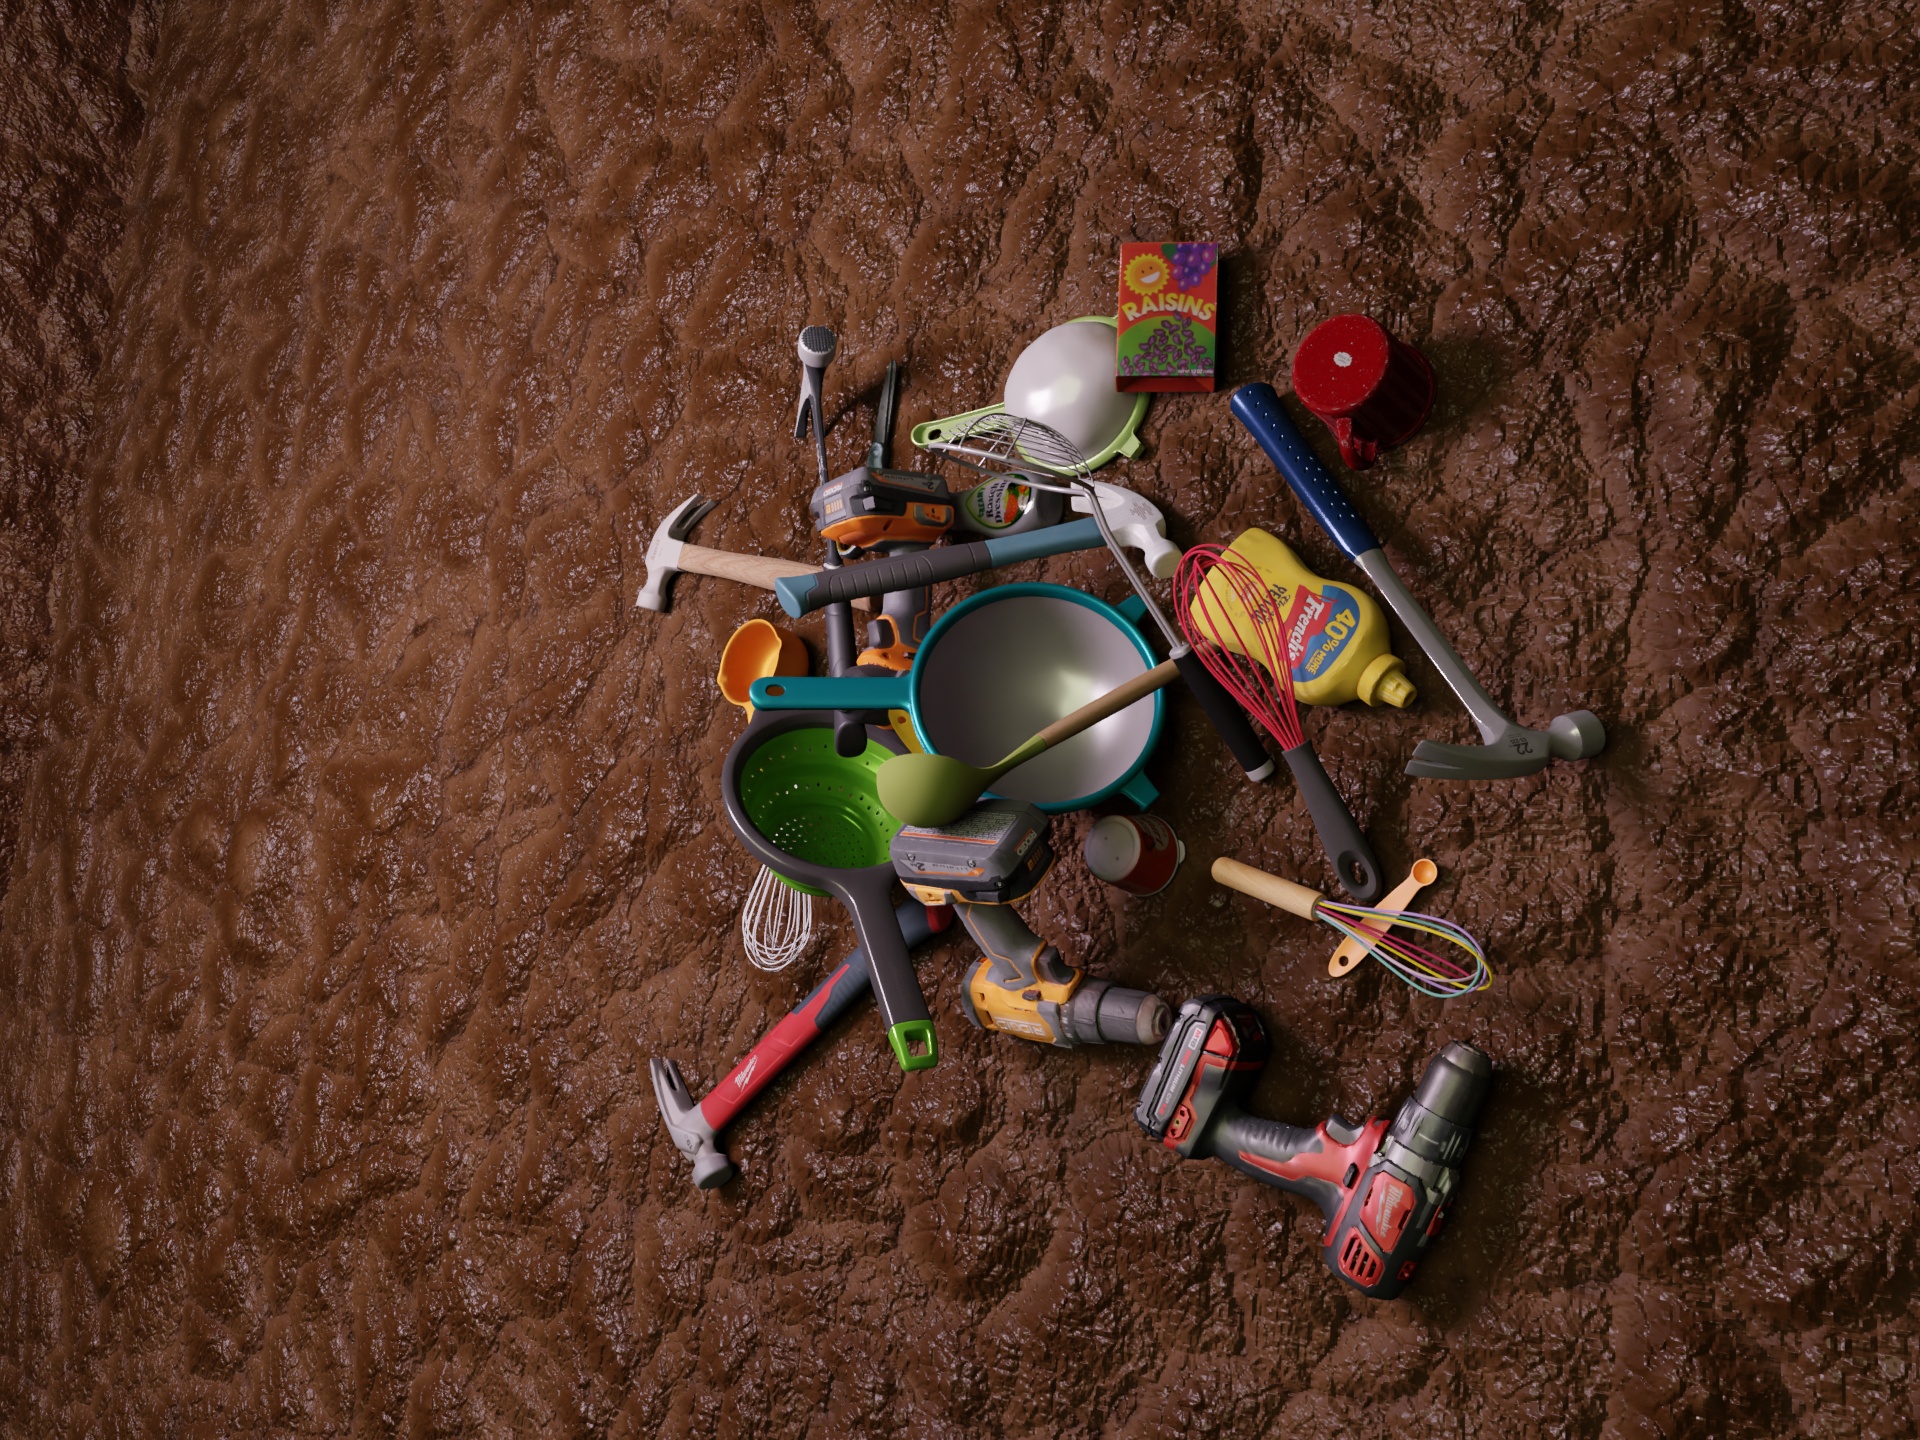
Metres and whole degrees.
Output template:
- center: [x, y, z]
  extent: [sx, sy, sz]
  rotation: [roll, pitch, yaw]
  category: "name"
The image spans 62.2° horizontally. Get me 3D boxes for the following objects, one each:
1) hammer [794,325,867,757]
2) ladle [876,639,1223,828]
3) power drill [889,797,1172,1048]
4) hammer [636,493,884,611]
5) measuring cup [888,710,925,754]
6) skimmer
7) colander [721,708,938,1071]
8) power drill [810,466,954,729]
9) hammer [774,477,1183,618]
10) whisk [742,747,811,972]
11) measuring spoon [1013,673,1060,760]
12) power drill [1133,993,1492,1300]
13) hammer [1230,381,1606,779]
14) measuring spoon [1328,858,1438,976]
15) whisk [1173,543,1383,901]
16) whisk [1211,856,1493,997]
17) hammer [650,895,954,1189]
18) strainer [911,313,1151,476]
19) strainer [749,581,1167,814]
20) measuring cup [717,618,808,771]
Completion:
- center: [-0.123, -0.160, 1.496]
  extent: [0.149, 0.036, 0.409]
  rotation: [112, 153, -66]
  category: "hammer"
- center: [0.077, -0.004, 1.250]
  extent: [0.062, 0.320, 0.078]
  rotation: [53, 157, 20]
  category: "ladle"
- center: [0.059, 0.170, 1.257]
  extent: [0.185, 0.226, 0.084]
  rotation: [2, 39, 38]
  category: "power drill"
- center: [-0.205, -0.155, 1.628]
  extent: [0.331, 0.031, 0.130]
  rotation: [14, 88, 38]
  category: "hammer"
- center: [-0.010, 0.044, 1.380]
  extent: [0.062, 0.029, 0.156]
  rotation: [-34, 103, 18]
  category: "measuring cup"
- center: [0.113, -0.087, 1.225]
  extent: [0.090, 0.127, 0.363]
  rotation: [-36, 100, -5]
  category: "skimmer"
- center: [-0.097, 0.151, 1.389]
  extent: [0.094, 0.204, 0.398]
  rotation: [110, 149, -43]
  category: "colander"
- center: [-0.067, -0.104, 1.406]
  extent: [0.084, 0.164, 0.226]
  rotation: [-15, 81, 45]
  category: "power drill"
- center: [0.010, -0.136, 1.334]
  extent: [0.331, 0.033, 0.128]
  rotation: [-12, 42, -8]
  category: "hammer"
- center: [-0.160, 0.099, 1.521]
  extent: [0.070, 0.070, 0.285]
  rotation: [-2, 73, 37]
  category: "whisk"
- center: [0.067, -0.022, 1.404]
  extent: [0.042, 0.021, 0.129]
  rotation: [-3, 66, 6]
  category: "measuring spoon"
- center: [0.259, 0.280, 1.153]
  extent: [0.227, 0.080, 0.188]
  rotation: [28, 97, 35]
  category: "power drill"
- center: [0.308, -0.115, 1.194]
  extent: [0.035, 0.144, 0.406]
  rotation: [102, 149, -48]
  category: "hammer"
- center: [0.315, 0.148, 1.183]
  extent: [0.117, 0.011, 0.021]
  rotation: [-53, 52, 19]
  category: "measuring spoon"
- center: [0.242, 0.002, 1.191]
  extent: [0.073, 0.073, 0.296]
  rotation: [-28, 88, 29]
  category: "whisk"
- center: [0.284, 0.149, 1.177]
  extent: [0.245, 0.047, 0.051]
  rotation: [20, 82, 47]
  category: "whisk"
- center: [-0.149, 0.267, 1.484]
  extent: [0.386, 0.038, 0.143]
  rotation: [-46, 55, 20]
  category: "hammer"
- center: [0.047, -0.292, 1.445]
  extent: [0.256, 0.069, 0.151]
  rotation: [-8, 75, 34]
  category: "strainer"
- center: [-0.002, -0.004, 1.329]
  extent: [0.340, 0.095, 0.211]
  rotation: [0, 64, 0]
  category: "strainer"
- center: [-0.185, -0.014, 1.560]
  extent: [0.095, 0.052, 0.174]
  rotation: [-27, 61, 34]
  category: "measuring cup"
